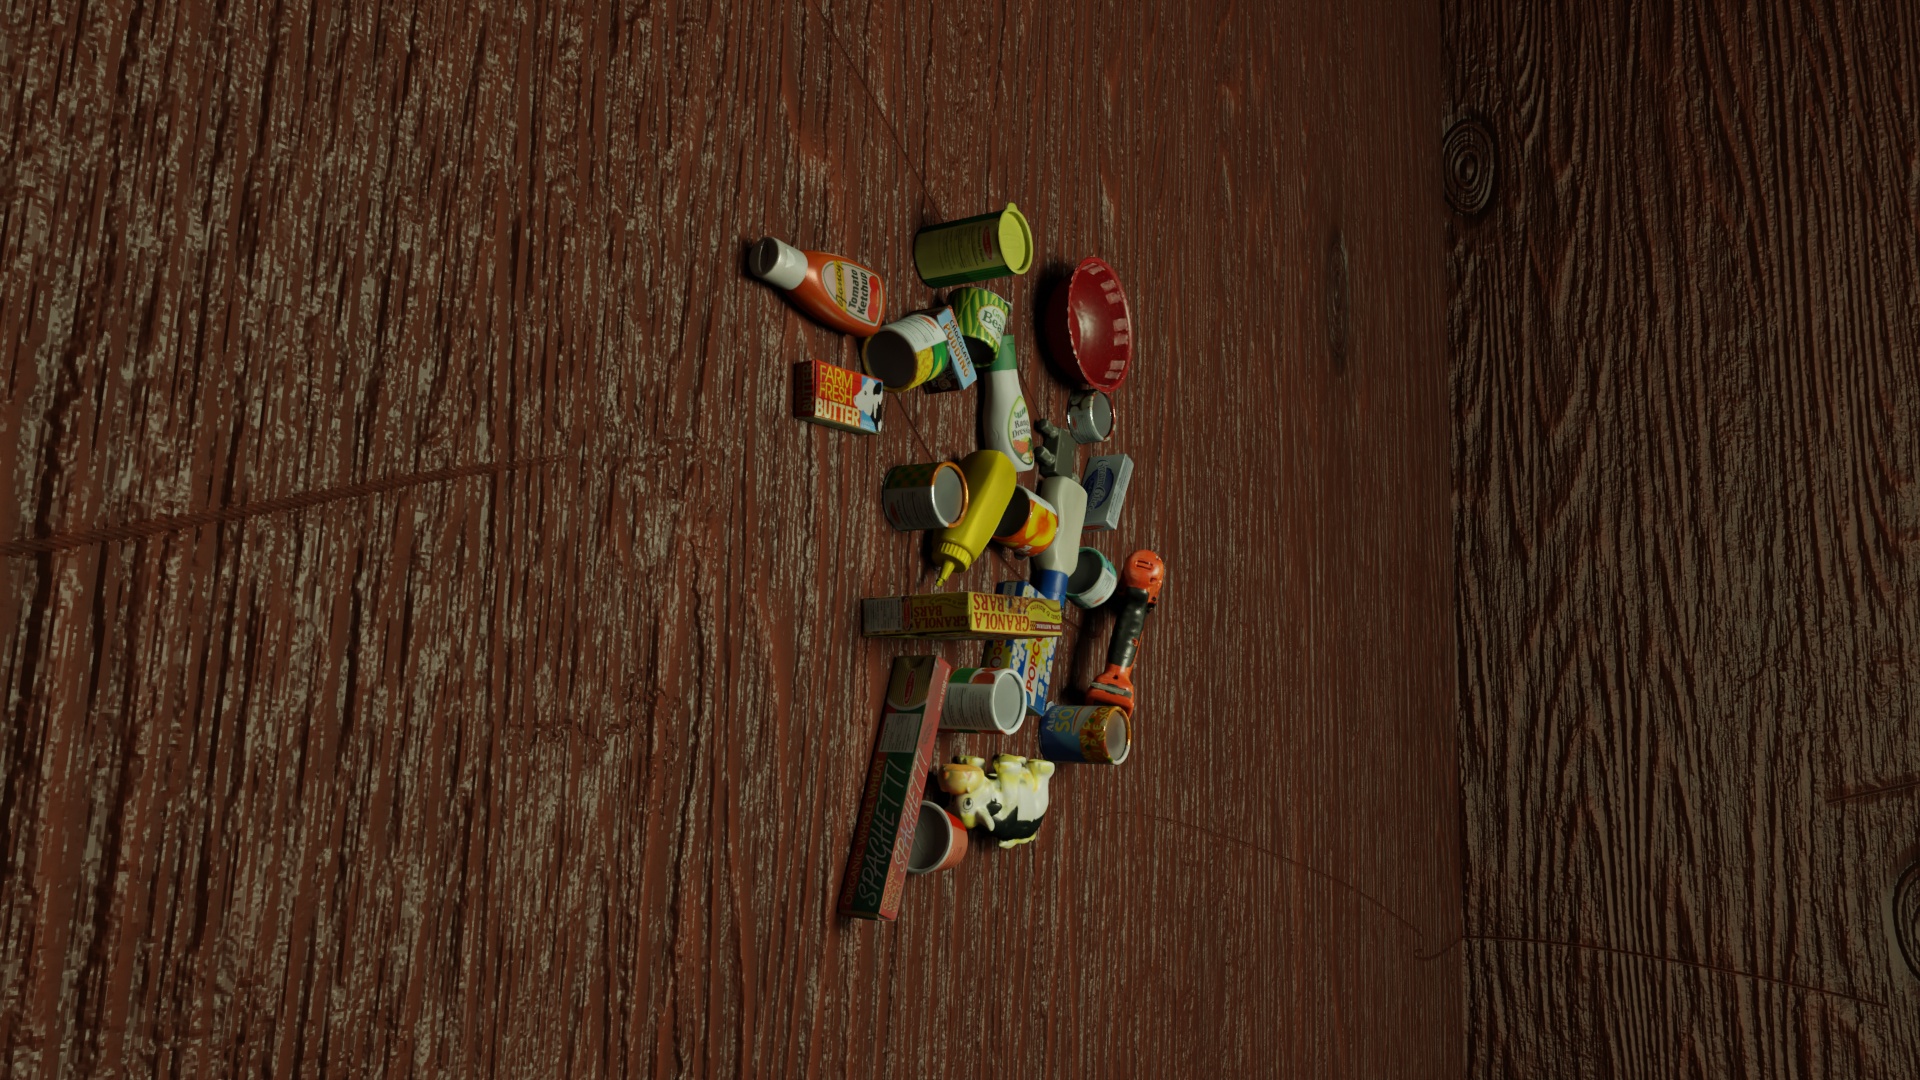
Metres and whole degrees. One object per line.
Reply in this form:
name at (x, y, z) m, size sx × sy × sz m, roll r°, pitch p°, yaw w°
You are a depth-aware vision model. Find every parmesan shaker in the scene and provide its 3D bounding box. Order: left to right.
parmesan shaker at (0.013, -0.298, 1.410) m, size 0.071 × 0.103 × 0.071 m, roll 8°, pitch 80°, yaw -57°

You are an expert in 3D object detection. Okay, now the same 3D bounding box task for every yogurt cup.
yogurt cup at (-0.028, 0.284, 1.320) m, size 0.054 × 0.072 × 0.072 m, roll 34°, pitch 58°, yaw -60°

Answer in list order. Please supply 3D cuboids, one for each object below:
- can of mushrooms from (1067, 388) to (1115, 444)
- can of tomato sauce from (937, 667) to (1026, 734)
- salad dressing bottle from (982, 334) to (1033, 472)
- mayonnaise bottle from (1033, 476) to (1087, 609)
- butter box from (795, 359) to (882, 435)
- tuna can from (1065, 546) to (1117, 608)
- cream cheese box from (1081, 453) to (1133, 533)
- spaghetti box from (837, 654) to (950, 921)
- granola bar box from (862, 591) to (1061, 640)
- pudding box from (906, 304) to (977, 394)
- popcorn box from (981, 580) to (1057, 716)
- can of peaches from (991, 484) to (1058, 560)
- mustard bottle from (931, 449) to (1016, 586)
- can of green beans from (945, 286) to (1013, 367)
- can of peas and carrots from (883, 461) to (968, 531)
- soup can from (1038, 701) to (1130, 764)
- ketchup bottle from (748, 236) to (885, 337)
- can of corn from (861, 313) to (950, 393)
can of mushrooms at (0.160, -0.152, 1.682) m, size 0.071 × 0.033 × 0.071 m, roll 10°, pitch 78°, yaw -55°
can of tomato sauce at (0.015, 0.159, 1.380) m, size 0.071 × 0.083 × 0.071 m, roll 8°, pitch 80°, yaw -56°
salad dressing bottle at (0.047, -0.147, 1.500) m, size 0.064 × 0.044 × 0.147 m, roll -14°, pitch 98°, yaw -58°
mayonnaise bottle at (0.110, 0.004, 1.582) m, size 0.064 × 0.041 × 0.148 m, roll 34°, pitch 60°, yaw -48°
butter box at (-0.110, -0.130, 1.276) m, size 0.103 × 0.024 × 0.053 m, roll 10°, pitch 79°, yaw -56°
tuna can at (0.143, 0.041, 1.608) m, size 0.032 × 0.071 × 0.071 m, roll 40°, pitch 54°, yaw -47°
cream cheese box at (0.170, -0.056, 1.668) m, size 0.024 × 0.053 × 0.104 m, roll 50°, pitch 47°, yaw -40°
spaghetti box at (-0.060, 0.227, 1.289) m, size 0.028 × 0.050 × 0.251 m, roll 40°, pitch 55°, yaw -47°
granola bar box at (0.004, 0.075, 1.335) m, size 0.166 × 0.124 × 0.039 m, roll 9°, pitch 78°, yaw -56°
pudding box at (-0.021, -0.191, 1.395) m, size 0.030 × 0.049 × 0.083 m, roll -48°, pitch 125°, yaw -46°
popcorn box at (0.066, 0.117, 1.503) m, size 0.085 × 0.038 × 0.127 m, roll 41°, pitch 53°, yaw -49°
can of peaches at (0.062, -0.020, 1.489) m, size 0.058 × 0.071 × 0.071 m, roll 30°, pitch 62°, yaw -52°
mustard bottle at (0.005, -0.018, 1.408) m, size 0.048 × 0.065 × 0.161 m, roll 47°, pitch 55°, yaw -37°
can of green beans at (0.012, -0.219, 1.434) m, size 0.071 × 0.071 × 0.058 m, roll 41°, pitch 54°, yaw -47°
can of peas and carrots at (-0.032, -0.044, 1.354) m, size 0.071 × 0.058 × 0.071 m, roll 8°, pitch 80°, yaw -57°
soup can at (0.140, 0.216, 1.563) m, size 0.071 × 0.083 × 0.071 m, roll 10°, pitch 78°, yaw -56°
ketchup bottle at (-0.127, -0.231, 1.245) m, size 0.149 × 0.043 × 0.065 m, roll 15°, pitch 74°, yaw -55°
can of corn at (-0.053, -0.177, 1.333) m, size 0.058 × 0.071 × 0.071 m, roll -33°, pitch 114°, yaw -53°
